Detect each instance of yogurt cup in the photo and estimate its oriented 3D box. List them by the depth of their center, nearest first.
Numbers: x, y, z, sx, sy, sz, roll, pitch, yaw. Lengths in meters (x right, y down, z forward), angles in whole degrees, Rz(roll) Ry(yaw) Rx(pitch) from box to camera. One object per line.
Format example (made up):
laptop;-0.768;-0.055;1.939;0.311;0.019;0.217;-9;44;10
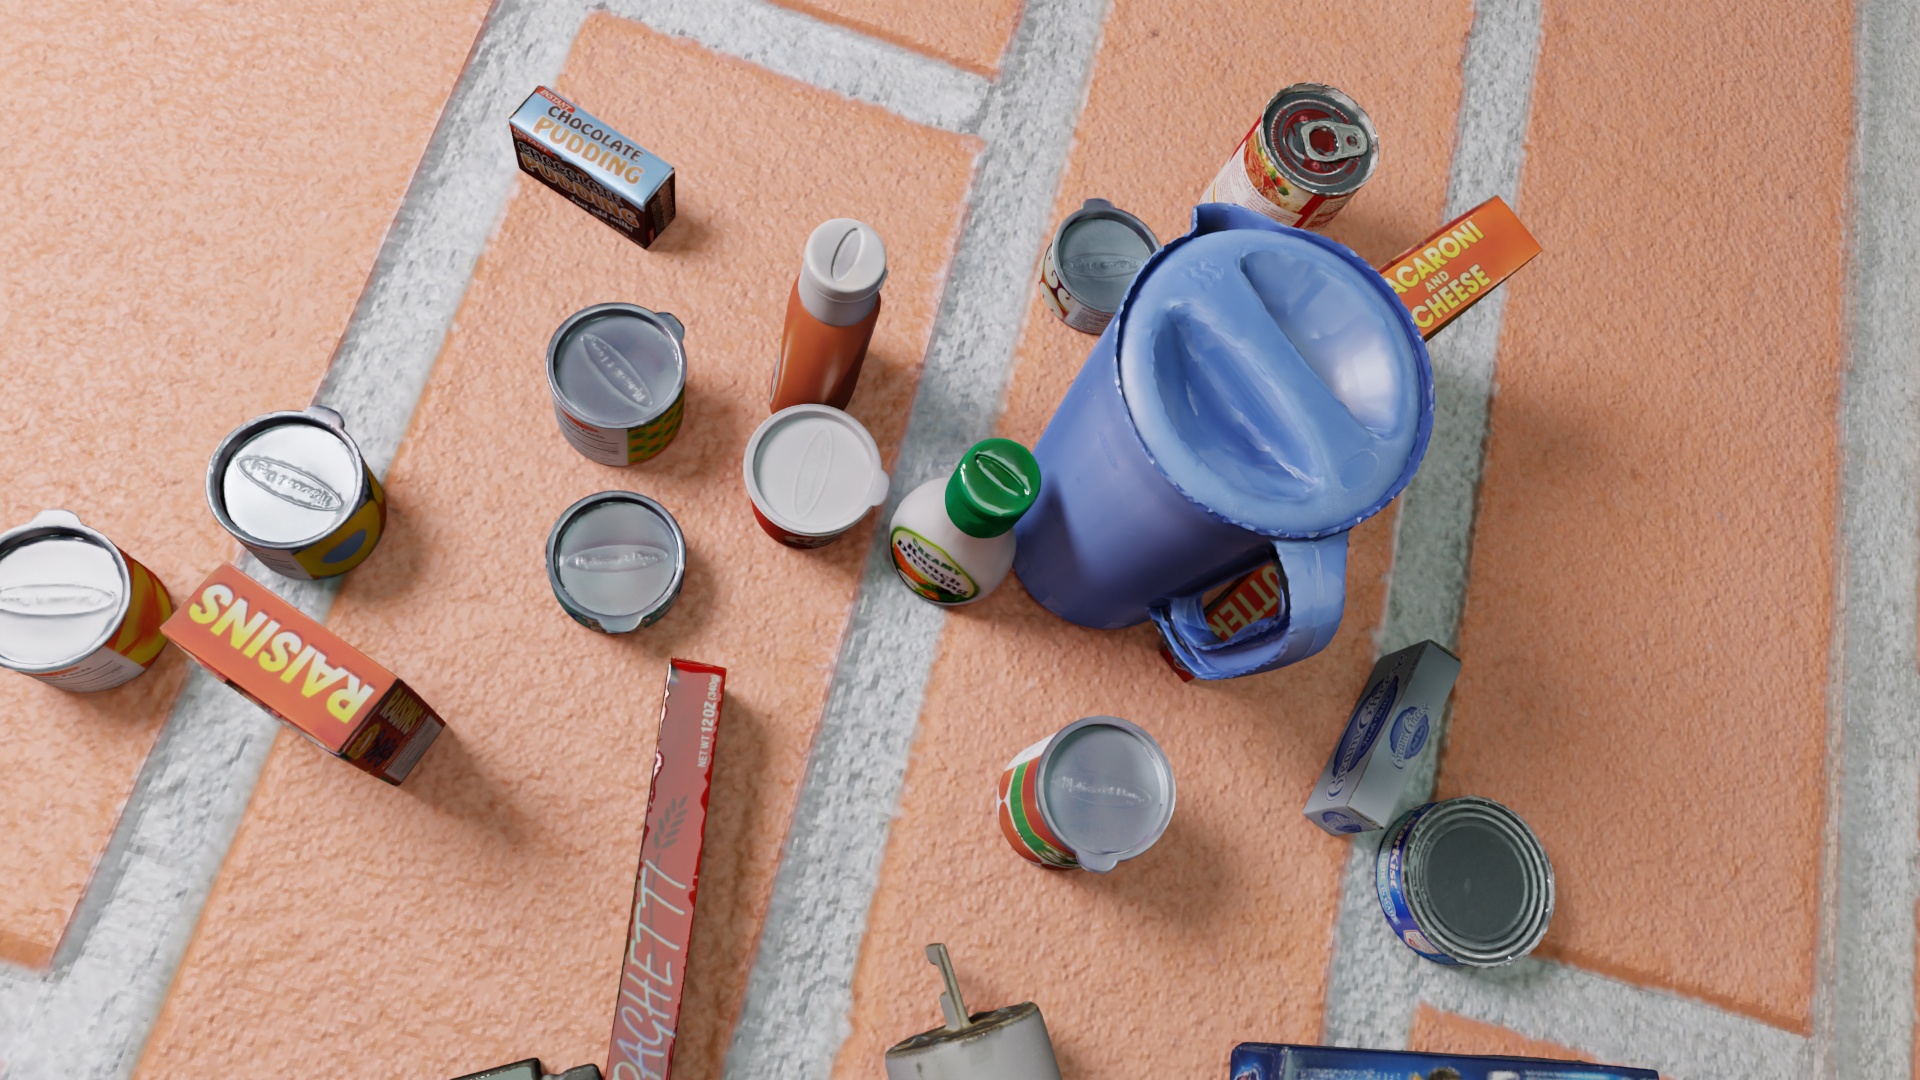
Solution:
yogurt cup;-0.076;-0.028;0.700;0.072;0.053;0.072;3;73;-11

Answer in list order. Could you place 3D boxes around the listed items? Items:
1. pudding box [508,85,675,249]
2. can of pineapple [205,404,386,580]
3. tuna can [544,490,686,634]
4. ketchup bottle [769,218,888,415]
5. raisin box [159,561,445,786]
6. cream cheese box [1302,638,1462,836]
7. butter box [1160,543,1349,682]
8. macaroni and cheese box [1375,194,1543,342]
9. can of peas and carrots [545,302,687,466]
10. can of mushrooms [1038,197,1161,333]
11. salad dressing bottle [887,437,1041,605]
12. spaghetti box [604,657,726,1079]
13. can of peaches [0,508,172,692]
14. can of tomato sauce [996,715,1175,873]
pudding box;-0.191;-0.195;0.728;0.084;0.049;0.030;33;70;-1
can of pineapple;-0.305;-0.021;0.646;0.071;0.057;0.071;3;73;-11
tuna can;-0.168;0.014;0.679;0.071;0.032;0.071;3;73;-11
ketchup bottle;-0.064;-0.105;0.676;0.043;0.148;0.065;21;71;-5
raisin box;-0.275;0.061;0.593;0.086;0.123;0.040;35;70;-1
cream cheese box;0.220;0.104;0.726;0.024;0.053;0.104;34;70;-1
butter box;0.155;0.030;0.734;0.104;0.053;0.024;-39;85;-20
macaroni and cheese box;0.204;-0.100;0.724;0.124;0.166;0.040;-34;84;-19
can of peas and carrots;-0.169;-0.078;0.693;0.071;0.058;0.071;3;73;-11
can of mushrooms;0.079;-0.154;0.784;0.071;0.033;0.071;3;73;-11
salad dressing bottle;0.002;-0.008;0.662;0.064;0.147;0.044;39;70;1
spaghetti box;-0.137;0.180;0.626;0.029;0.050;0.251;8;72;-10
can of peaches;-0.391;0.028;0.612;0.071;0.058;0.071;3;73;-11
can of tomato sauce;0.058;0.125;0.668;0.071;0.083;0.071;3;73;-11
